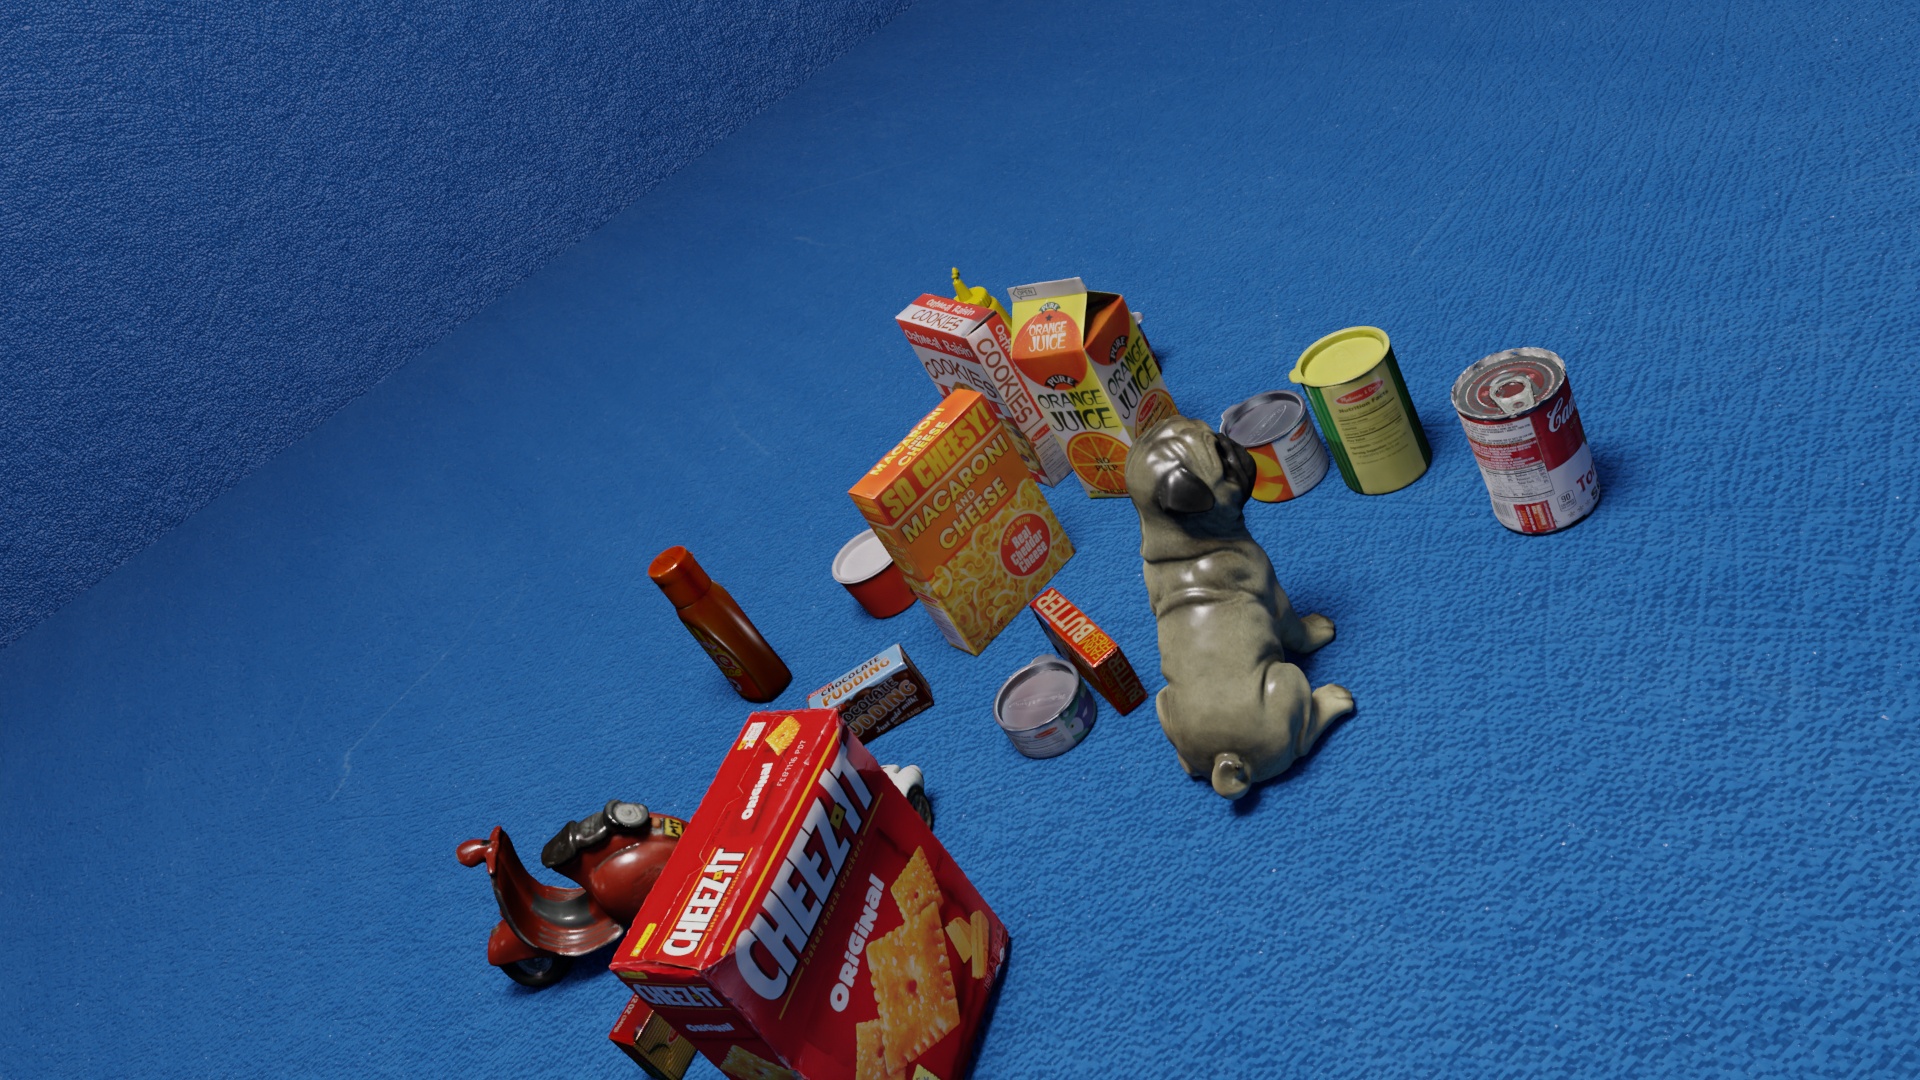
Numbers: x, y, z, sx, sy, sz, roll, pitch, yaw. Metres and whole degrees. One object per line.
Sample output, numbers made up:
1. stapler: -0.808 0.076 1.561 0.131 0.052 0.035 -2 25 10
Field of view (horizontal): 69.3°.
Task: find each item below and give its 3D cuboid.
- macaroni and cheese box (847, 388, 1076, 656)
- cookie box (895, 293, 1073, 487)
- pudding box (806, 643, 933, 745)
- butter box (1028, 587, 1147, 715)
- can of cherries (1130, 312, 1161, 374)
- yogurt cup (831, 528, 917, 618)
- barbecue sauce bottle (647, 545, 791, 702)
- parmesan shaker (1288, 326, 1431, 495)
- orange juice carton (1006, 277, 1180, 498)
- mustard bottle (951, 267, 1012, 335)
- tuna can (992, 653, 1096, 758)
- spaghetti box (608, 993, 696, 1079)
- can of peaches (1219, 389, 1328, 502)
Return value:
1. macaroni and cheese box: 0.004 -0.013 1.063 0.124 0.166 0.040 -45 33 -21
2. cookie box: 0.024 -0.133 1.213 0.040 0.167 0.123 -41 32 -15
3. pudding box: -0.069 0.120 1.052 0.084 0.049 0.030 -30 31 3
4. butter box: 0.088 0.076 0.972 0.024 0.053 0.104 -36 31 -6
5. can of cherries: 0.144 -0.166 1.259 0.071 0.058 0.072 -23 32 15
6. yogurt cup: -0.067 0.029 1.175 0.072 0.053 0.073 -23 32 15
7. barbecue sauce bottle: -0.200 0.069 1.146 0.065 0.148 0.044 10 51 49
8. parmesan shaker: 0.284 -0.090 0.985 0.071 0.102 0.072 -23 32 15
9. orange juice carton: 0.107 -0.128 1.109 0.072 0.192 0.073 -1 43 41
10. mustard bottle: 0.027 -0.183 1.289 0.065 0.159 0.049 -26 32 11
11. tuna can: 0.059 0.115 0.963 0.071 0.032 0.071 -23 32 15
12. spaghetti box: -0.152 0.244 0.952 0.028 0.050 0.251 -6 39 36
13. can of peaches: 0.235 -0.071 1.045 0.071 0.058 0.071 -23 32 15
